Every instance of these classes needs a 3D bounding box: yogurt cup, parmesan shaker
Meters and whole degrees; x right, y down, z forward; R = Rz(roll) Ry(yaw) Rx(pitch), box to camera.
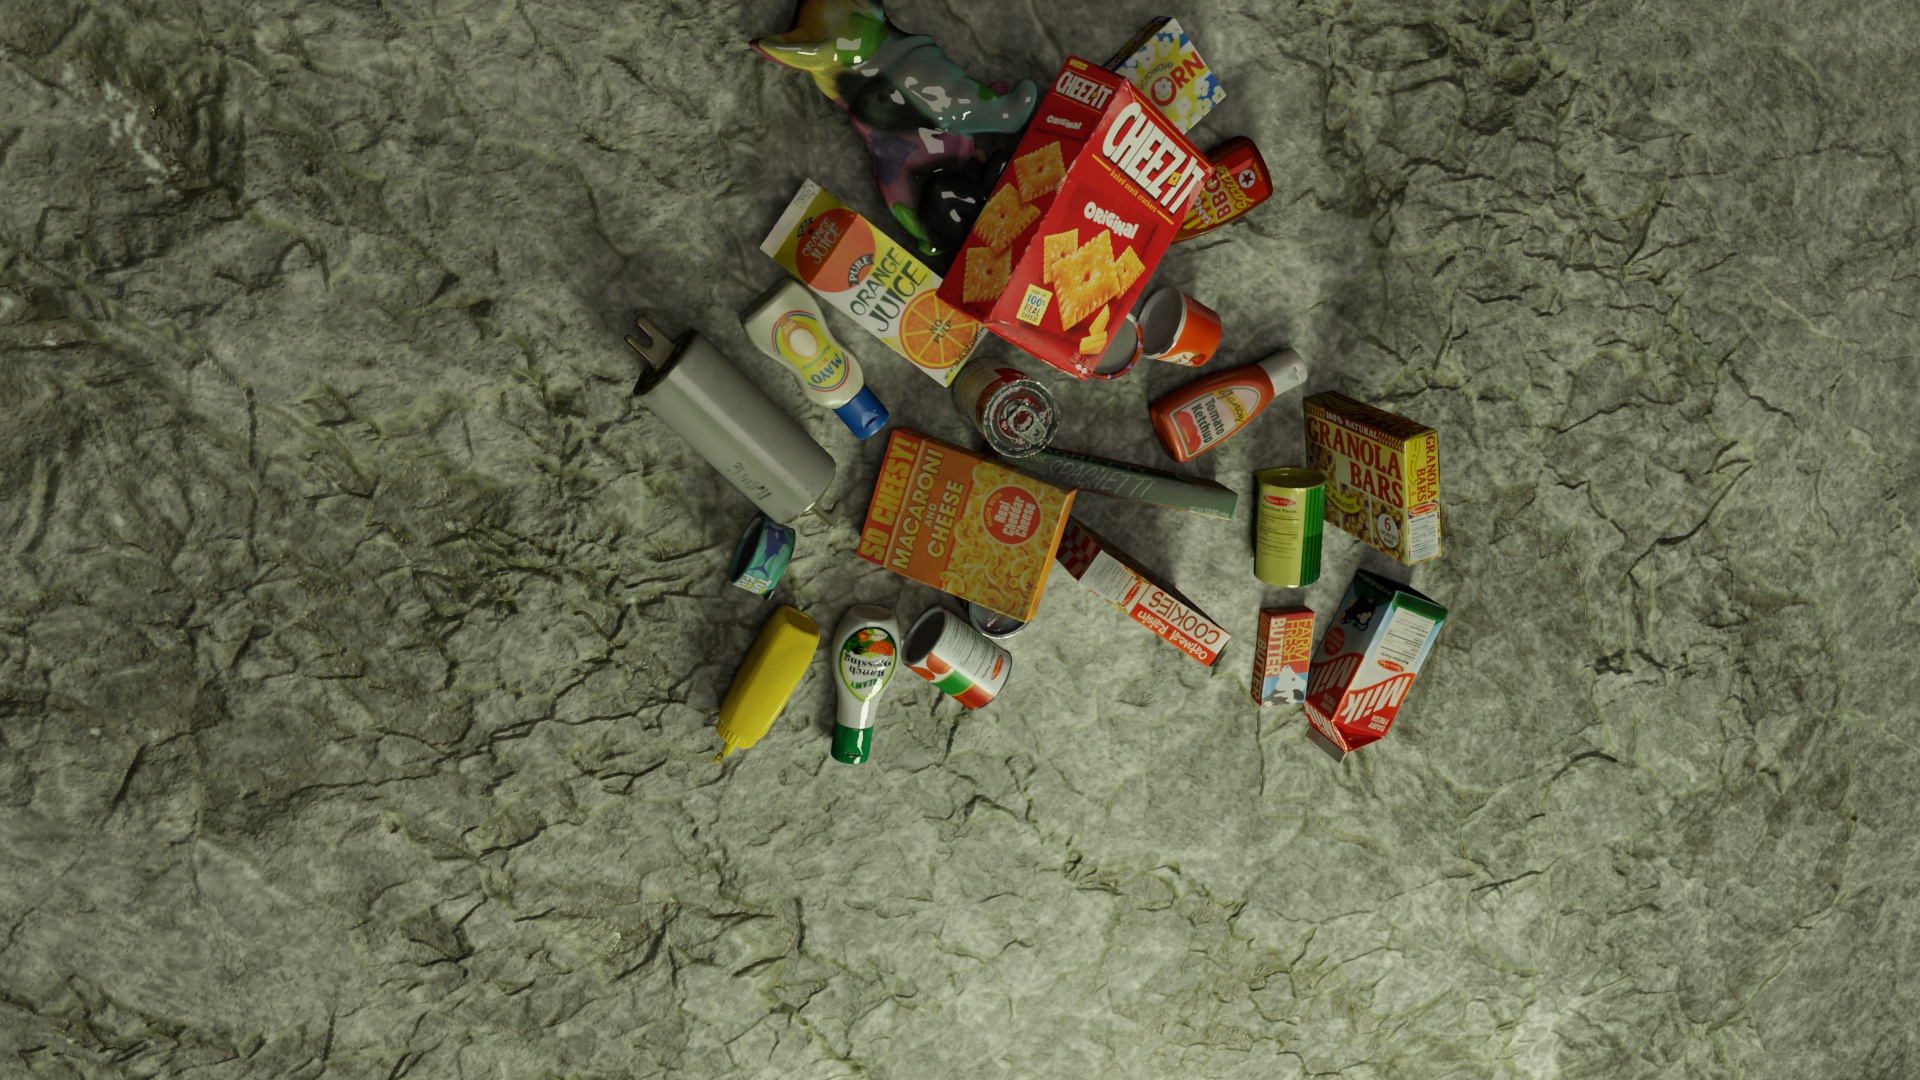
[{"bbox_3d":[0.199,-0.191,1.261,0.054,0.072,0.072,15,104,-30],"label":"yogurt cup"},{"bbox_3d":[0.319,-0.014,1.360,0.071,0.071,0.102,-7,111,-15],"label":"parmesan shaker"}]

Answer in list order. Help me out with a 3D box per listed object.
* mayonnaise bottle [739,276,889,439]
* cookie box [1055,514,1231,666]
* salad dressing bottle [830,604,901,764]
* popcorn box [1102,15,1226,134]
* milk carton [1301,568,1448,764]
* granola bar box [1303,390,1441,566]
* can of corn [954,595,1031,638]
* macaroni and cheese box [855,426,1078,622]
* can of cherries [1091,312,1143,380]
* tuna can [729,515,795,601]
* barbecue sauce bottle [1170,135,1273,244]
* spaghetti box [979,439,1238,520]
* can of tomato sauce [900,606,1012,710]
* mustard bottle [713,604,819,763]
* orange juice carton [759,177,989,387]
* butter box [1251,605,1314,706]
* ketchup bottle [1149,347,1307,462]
[{"bbox_3d":[-0.119,-0.151,1.185,0.065,0.041,0.147,-42,115,-2],"label":"mayonnaise bottle"},{"bbox_3d":[0.159,0.043,1.295,0.167,0.123,0.040,33,98,-25],"label":"cookie box"},{"bbox_3d":[-0.093,0.135,1.291,0.064,0.044,0.147,5,107,-15],"label":"salad dressing bottle"},{"bbox_3d":[0.154,-0.375,1.195,0.127,0.038,0.085,-43,115,0],"label":"popcorn box"},{"bbox_3d":[0.416,0.134,1.436,0.073,0.072,0.190,19,101,-22],"label":"milk carton"},{"bbox_3d":[0.386,-0.062,1.307,0.039,0.166,0.123,-15,113,-14],"label":"granola bar box"},{"bbox_3d":[0.029,0.048,1.292,0.071,0.058,0.071,-6,110,-15],"label":"can of corn"},{"bbox_3d":[0.004,-0.015,1.225,0.166,0.040,0.123,21,102,13],"label":"macaroni and cheese box"},{"bbox_3d":[0.123,-0.179,1.242,0.071,0.058,0.071,-6,110,-16],"label":"can of cherries"},{"bbox_3d":[-0.173,0.016,1.211,0.033,0.071,0.071,24,100,-22],"label":"tuna can"},{"bbox_3d":[0.202,-0.297,1.235,0.149,0.044,0.064,-32,116,-4],"label":"barbecue sauce bottle"},{"bbox_3d":[0.140,-0.058,1.294,0.250,0.050,0.028,10,104,-20],"label":"spaghetti box"},{"bbox_3d":[-0.005,0.110,1.300,0.083,0.071,0.071,36,95,-24],"label":"can of tomato sauce"},{"bbox_3d":[-0.182,0.137,1.256,0.049,0.065,0.159,26,105,-18],"label":"mustard bottle"},{"bbox_3d":[-0.071,-0.216,1.161,0.192,0.073,0.071,34,96,-24],"label":"orange juice carton"},{"bbox_3d":[0.332,0.118,1.431,0.053,0.024,0.103,-5,110,-17],"label":"butter box"},{"bbox_3d":[0.254,-0.133,1.308,0.149,0.043,0.064,-29,114,-7],"label":"ketchup bottle"}]
